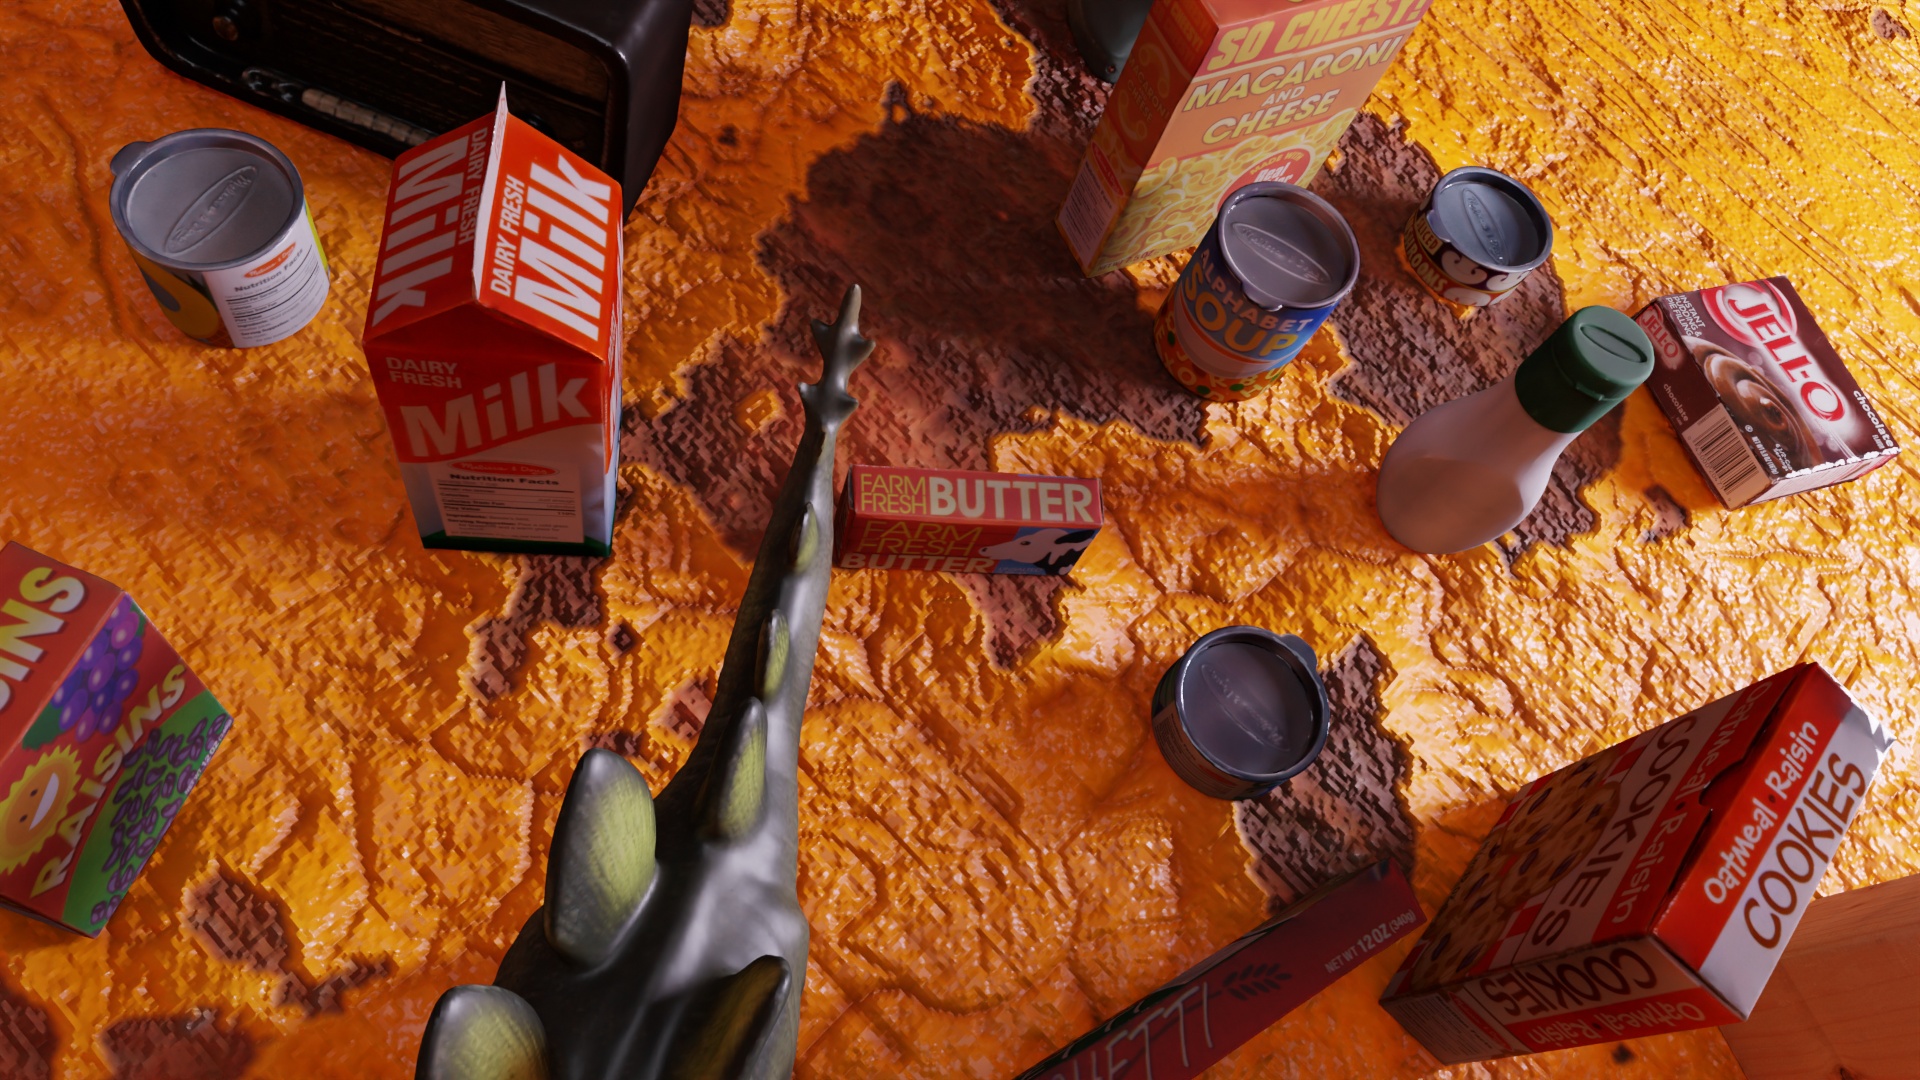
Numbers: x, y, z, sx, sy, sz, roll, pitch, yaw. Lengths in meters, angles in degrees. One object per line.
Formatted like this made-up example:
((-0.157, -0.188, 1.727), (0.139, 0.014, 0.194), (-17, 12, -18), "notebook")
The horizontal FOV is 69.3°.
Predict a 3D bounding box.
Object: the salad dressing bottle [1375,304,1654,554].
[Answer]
((0.229, -0.043, 0.585), (0.064, 0.147, 0.044), (28, 62, 0), "salad dressing bottle")

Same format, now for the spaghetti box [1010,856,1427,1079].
((0.057, 0.185, 0.490), (0.251, 0.050, 0.029), (-24, 73, -22), "spaghetti box")

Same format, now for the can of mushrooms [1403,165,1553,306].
((0.262, -0.155, 0.710), (0.071, 0.033, 0.071), (5, 64, -11), "can of mushrooms")

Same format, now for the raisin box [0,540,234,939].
((-0.277, 0.065, 0.424), (0.040, 0.123, 0.086), (23, 62, -2), "raisin box")

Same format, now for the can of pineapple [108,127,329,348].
((-0.289, -0.119, 0.546), (0.071, 0.057, 0.071), (5, 64, -11), "can of pineapple")

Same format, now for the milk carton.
((-0.155, -0.065, 0.478), (0.073, 0.189, 0.072), (3, 65, -12), "milk carton")

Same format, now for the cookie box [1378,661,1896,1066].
((0.233, 0.121, 0.497), (0.040, 0.166, 0.123), (43, 63, 8), "cookie box")

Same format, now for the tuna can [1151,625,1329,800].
((0.115, 0.069, 0.569), (0.071, 0.032, 0.071), (5, 64, -11), "tuna can")

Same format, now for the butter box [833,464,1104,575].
((0.002, -0.007, 0.566), (0.103, 0.053, 0.024), (3, 65, -12), "butter box")

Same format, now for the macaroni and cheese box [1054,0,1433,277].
((0.123, -0.194, 0.620), (0.124, 0.165, 0.040), (-21, 72, -21), "macaroni and cheese box")

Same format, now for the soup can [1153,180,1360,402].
((0.130, -0.108, 0.628), (0.071, 0.083, 0.071), (5, 64, -11), "soup can")
